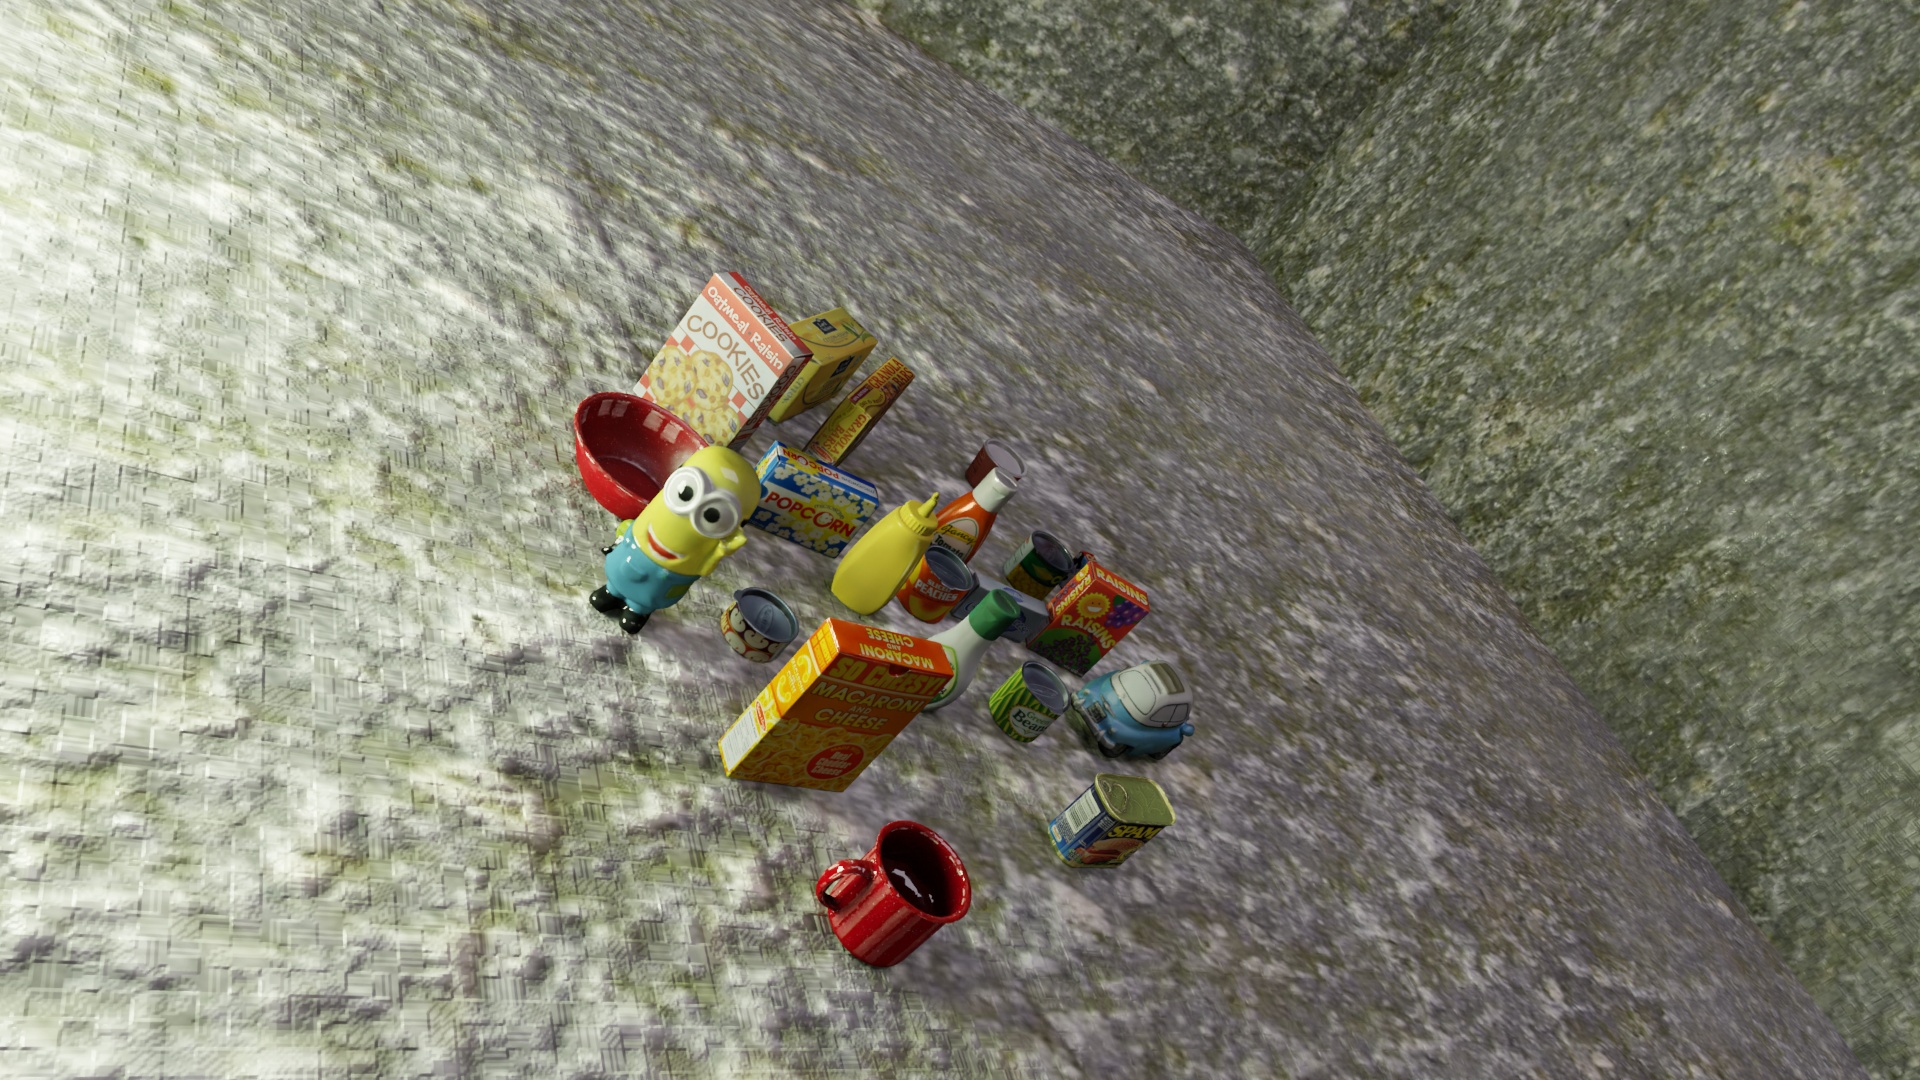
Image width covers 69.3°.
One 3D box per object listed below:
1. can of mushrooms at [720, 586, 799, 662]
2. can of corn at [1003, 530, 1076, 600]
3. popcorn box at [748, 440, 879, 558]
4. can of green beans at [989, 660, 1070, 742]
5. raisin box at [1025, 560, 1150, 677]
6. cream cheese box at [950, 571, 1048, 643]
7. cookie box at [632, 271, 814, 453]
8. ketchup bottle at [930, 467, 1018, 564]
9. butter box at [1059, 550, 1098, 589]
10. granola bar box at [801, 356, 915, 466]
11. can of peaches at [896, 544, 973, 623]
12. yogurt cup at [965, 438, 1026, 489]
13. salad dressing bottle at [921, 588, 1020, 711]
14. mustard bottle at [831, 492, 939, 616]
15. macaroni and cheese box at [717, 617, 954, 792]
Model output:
[{"bbox_3d":[-0.187,0.076,1.279,0.071,0.033,0.071,32,29,-20],"label":"can of mushrooms"},{"bbox_3d":[0.096,0.033,1.686,0.071,0.058,0.071,32,29,-20],"label":"can of corn"},{"bbox_3d":[-0.158,-0.040,1.429,0.126,0.085,0.038,24,32,-31],"label":"popcorn box"},{"bbox_3d":[0.072,0.170,1.458,0.071,0.057,0.071,32,29,-20],"label":"can of green beans"},{"bbox_3d":[0.145,0.091,1.595,0.086,0.123,0.040,30,29,-22],"label":"raisin box"},{"bbox_3d":[0.043,0.077,1.558,0.104,0.053,0.024,25,32,-30],"label":"cream cheese box"},{"bbox_3d":[-0.243,-0.172,1.418,0.123,0.166,0.040,47,27,9],"label":"cookie box"},{"bbox_3d":[0.006,-0.019,1.544,0.064,0.148,0.044,36,28,-13],"label":"ketchup bottle"},{"bbox_3d":[0.160,0.068,1.725,0.024,0.053,0.104,17,36,-40],"label":"butter box"},{"bbox_3d":[-0.123,-0.132,1.565,0.039,0.123,0.166,41,27,-3],"label":"granola bar box"},{"bbox_3d":[-0.029,0.048,1.499,0.071,0.058,0.071,32,29,-20],"label":"can of peaches"},{"bbox_3d":[0.044,-0.091,1.800,0.072,0.053,0.073,32,29,-20],"label":"yogurt cup"},{"bbox_3d":[-0.001,0.106,1.355,0.064,0.147,0.044,50,28,14],"label":"salad dressing bottle"},{"bbox_3d":[-0.065,0.007,1.401,0.065,0.159,0.049,38,27,-8],"label":"mustard bottle"},{"bbox_3d":[-0.103,0.141,1.151,0.124,0.165,0.040,17,37,-41],"label":"macaroni and cheese box"}]
